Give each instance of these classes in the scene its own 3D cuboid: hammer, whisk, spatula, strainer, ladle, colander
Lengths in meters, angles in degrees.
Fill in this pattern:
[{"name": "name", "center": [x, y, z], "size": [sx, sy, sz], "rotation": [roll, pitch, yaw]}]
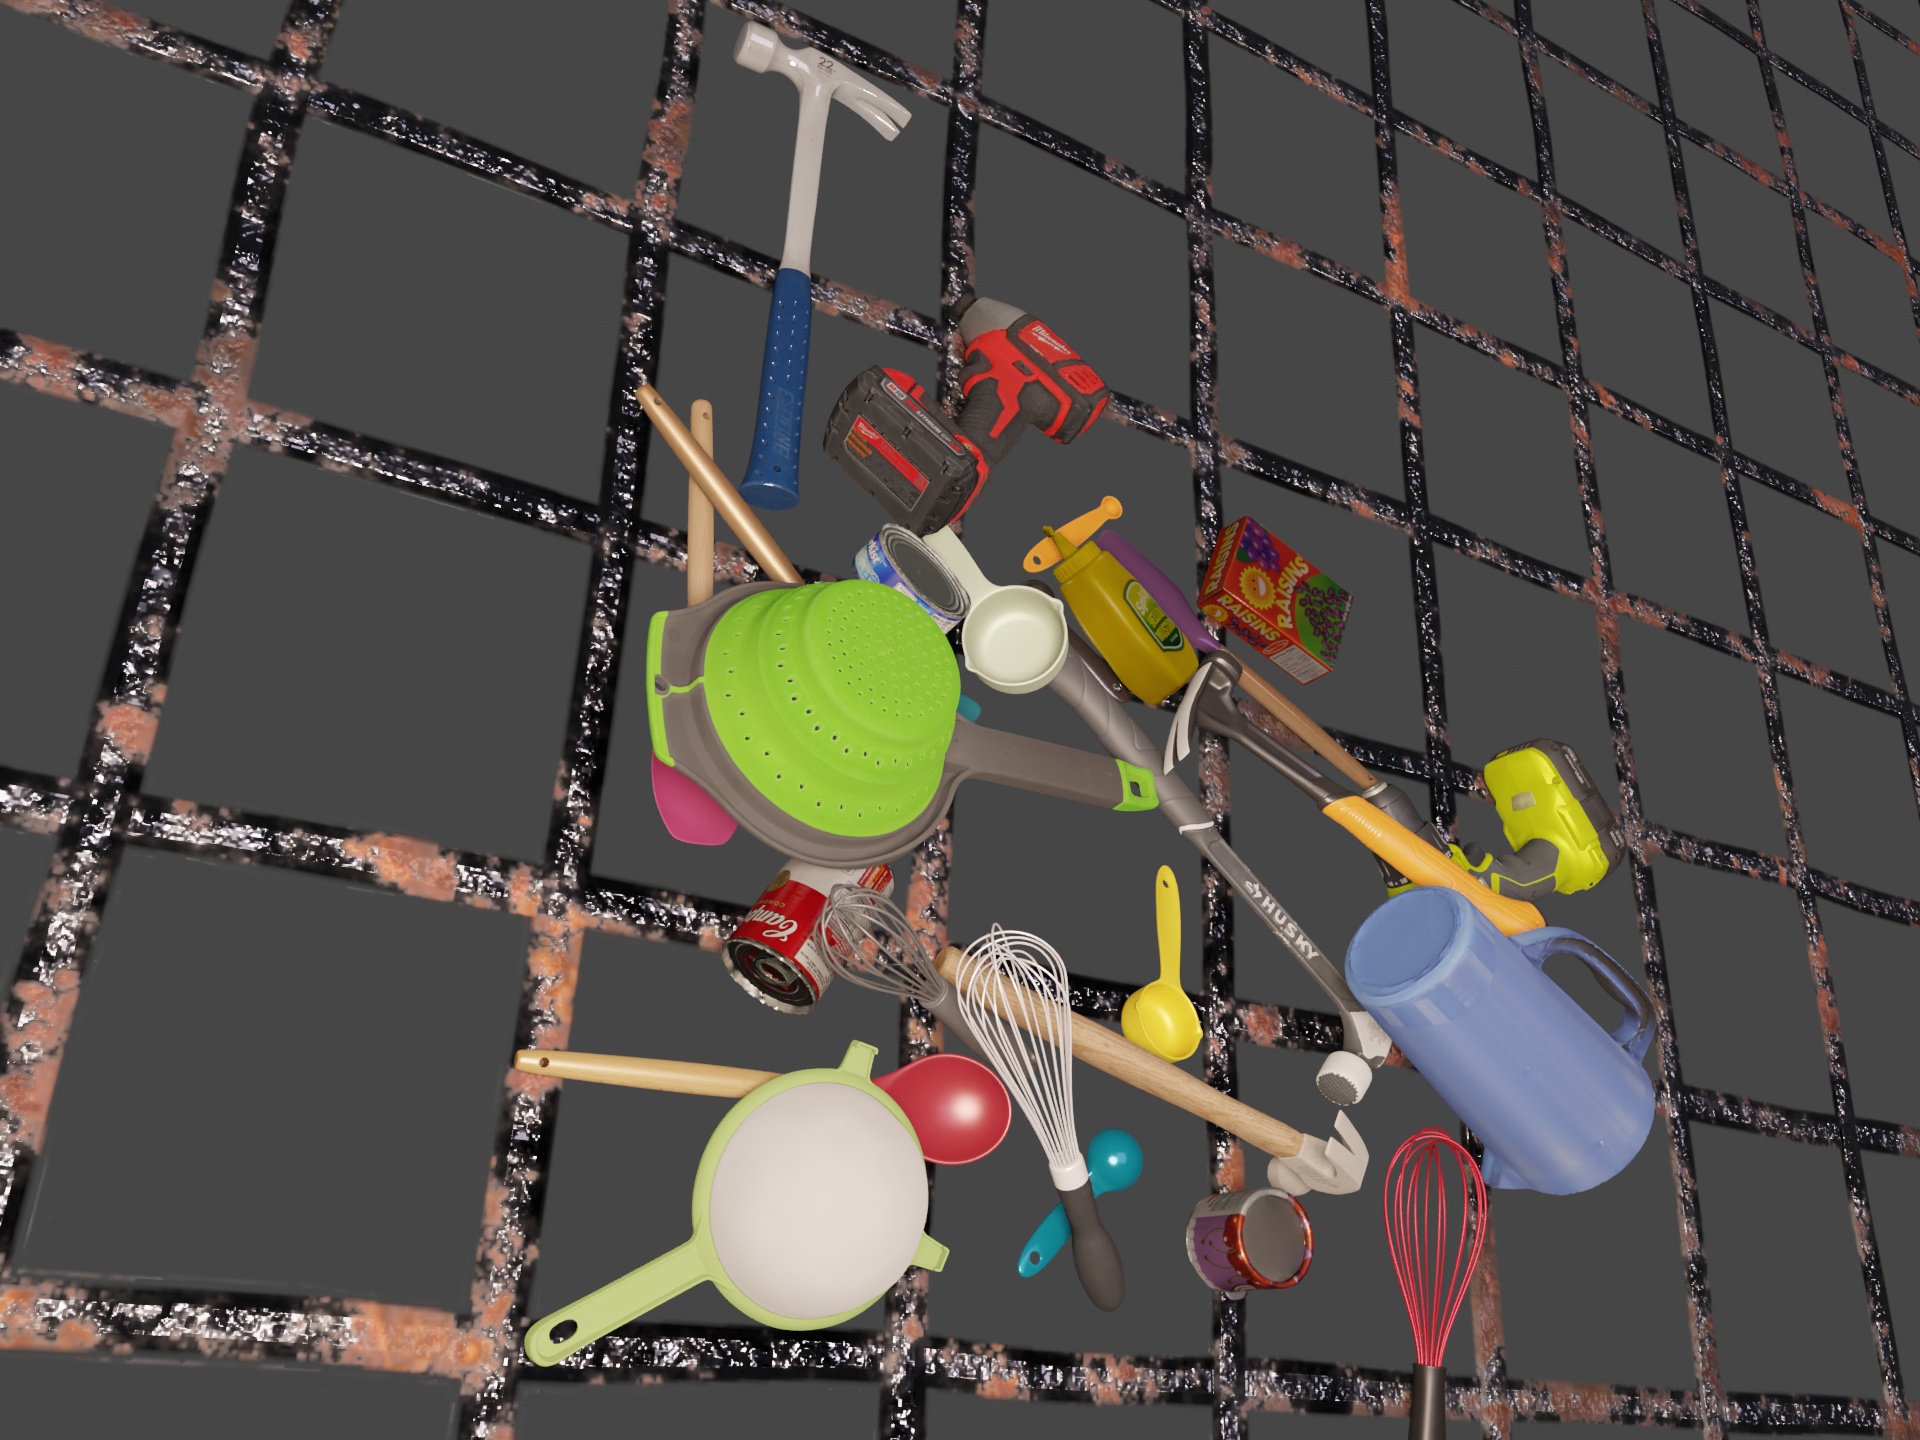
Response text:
[{"name": "hammer", "center": [0.129, 0.237, 1.071], "size": [0.331, 0.130, 0.031], "rotation": [29, 63, -9]}, {"name": "whisk", "center": [-0.015, 0.171, 0.990], "size": [0.238, 0.055, 0.055], "rotation": [46, 50, -40]}, {"name": "spatula", "center": [-0.111, -0.101, 1.077], "size": [0.317, 0.044, 0.082], "rotation": [52, 51, -11]}, {"name": "hammer", "center": [0.307, 0.081, 1.213], "size": [0.337, 0.034, 0.127], "rotation": [35, 45, -4]}, {"name": "whisk", "center": [0.059, 0.255, 0.996], "size": [0.070, 0.070, 0.284], "rotation": [-30, 111, -37]}, {"name": "strainer", "center": [-0.117, 0.297, 0.896], "size": [0.256, 0.069, 0.151], "rotation": [-21, 94, -30]}, {"name": "ladle", "center": [-0.113, 0.224, 0.966], "size": [0.315, 0.031, 0.069], "rotation": [13, 72, -25]}, {"name": "hammer", "center": [0.195, 0.092, 1.202], "size": [0.409, 0.036, 0.149], "rotation": [49, 49, -4]}, {"name": "hammer", "center": [-0.117, -0.338, 1.185], "size": [0.144, 0.035, 0.406], "rotation": [15, 64, -26]}, {"name": "spatula", "center": [0.224, -0.039, 1.286], "size": [0.315, 0.018, 0.060], "rotation": [39, 59, -12]}, {"name": "colander", "center": [-0.002, -0.003, 1.024], "size": [0.396, 0.094, 0.205], "rotation": [13, 54, -33]}, {"name": "whisk", "center": [0.338, 0.442, 1.141], "size": [0.073, 0.073, 0.296], "rotation": [18, 69, -25]}]

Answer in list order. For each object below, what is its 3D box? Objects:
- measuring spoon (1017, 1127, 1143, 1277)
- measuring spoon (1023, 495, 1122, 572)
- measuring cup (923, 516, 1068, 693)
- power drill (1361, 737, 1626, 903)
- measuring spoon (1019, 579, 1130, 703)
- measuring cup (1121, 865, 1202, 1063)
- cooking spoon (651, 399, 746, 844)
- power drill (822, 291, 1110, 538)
[{"name": "measuring spoon", "center": [0.082, 0.319, 1.050], "size": [0.128, 0.021, 0.042], "rotation": [-40, 95, -36]}, {"name": "measuring spoon", "center": [0.087, -0.145, 1.252], "size": [0.117, 0.011, 0.021], "rotation": [-37, 92, -33]}, {"name": "measuring cup", "center": [0.016, -0.090, 1.166], "size": [0.083, 0.038, 0.168], "rotation": [-35, 69, -3]}, {"name": "power drill", "center": [0.439, 0.106, 1.326], "size": [0.228, 0.080, 0.190], "rotation": [-28, 88, -34]}, {"name": "measuring spoon", "center": [0.090, -0.061, 1.212], "size": [0.124, 0.018, 0.034], "rotation": [46, 54, -9]}, {"name": "measuring cup", "center": [0.142, 0.176, 1.151], "size": [0.062, 0.029, 0.157], "rotation": [27, 47, -25]}, {"name": "cooking spoon", "center": [-0.172, -0.072, 1.054], "size": [0.068, 0.017, 0.319], "rotation": [10, 66, -32]}, {"name": "power drill", "center": [0.005, -0.241, 1.193], "size": [0.143, 0.078, 0.220], "rotation": [44, 49, 5]}]
